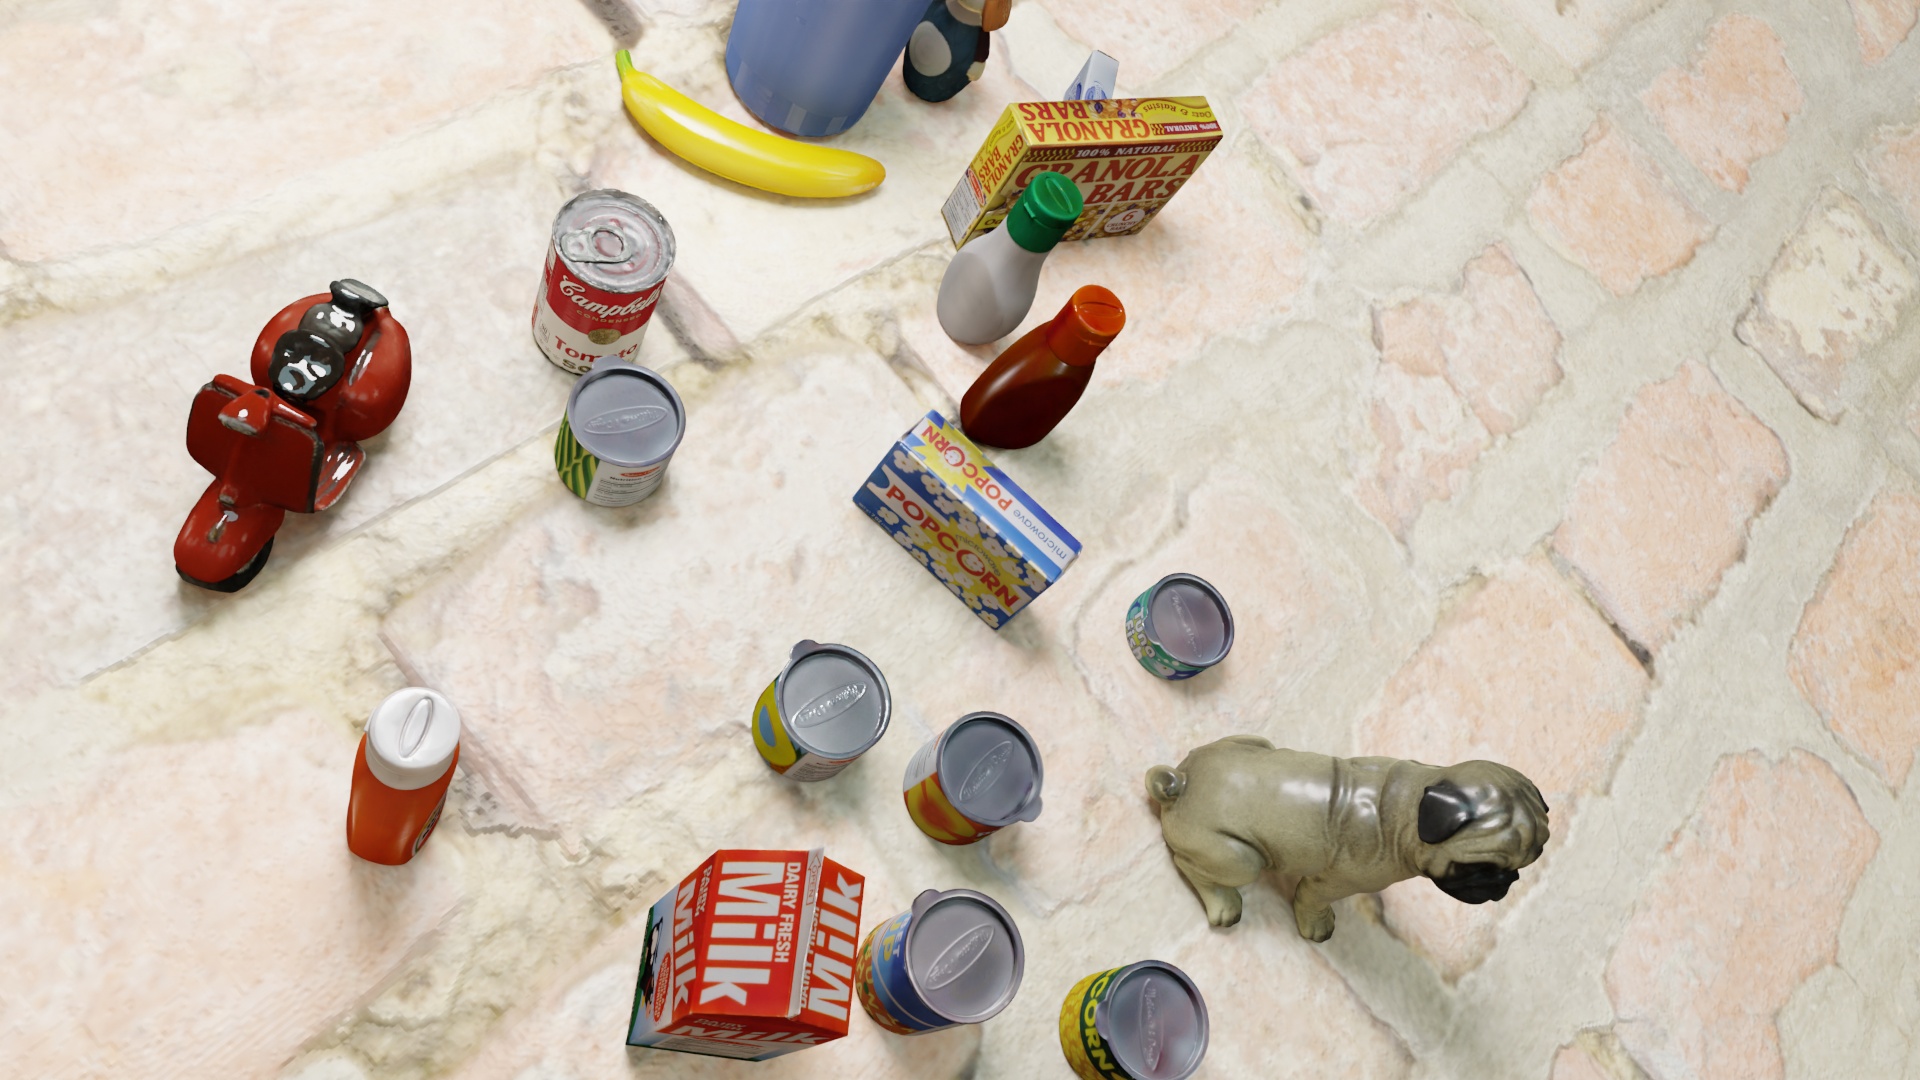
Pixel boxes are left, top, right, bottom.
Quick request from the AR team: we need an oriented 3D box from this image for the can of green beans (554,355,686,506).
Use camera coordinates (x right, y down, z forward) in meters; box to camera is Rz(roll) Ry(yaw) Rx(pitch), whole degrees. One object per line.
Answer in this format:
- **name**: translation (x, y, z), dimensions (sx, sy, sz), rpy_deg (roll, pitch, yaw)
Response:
- **can of green beans**: translation (-0.197, -0.060, 0.802), dimensions (0.071, 0.057, 0.071), rpy_deg (10, 63, -20)

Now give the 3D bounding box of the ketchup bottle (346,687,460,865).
- **ketchup bottle**: translation (-0.257, 0.106, 0.643), dimensions (0.043, 0.148, 0.065), rpy_deg (20, 60, -15)

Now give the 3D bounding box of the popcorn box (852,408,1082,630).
- **popcorn box**: translation (0.003, -0.011, 0.854), dimensions (0.126, 0.085, 0.038), rpy_deg (42, 57, -2)

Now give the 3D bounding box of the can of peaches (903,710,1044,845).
- **can of peaches**: translation (0.008, 0.140, 0.803), dimensions (0.071, 0.057, 0.071), rpy_deg (10, 63, -20)

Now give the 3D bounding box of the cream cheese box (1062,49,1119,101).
- **cream cheese box**: translation (0.092, -0.318, 1.057), dimensions (0.024, 0.053, 0.104), rpy_deg (21, 60, -15)

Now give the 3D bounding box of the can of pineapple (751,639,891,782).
- **can of pineapple**: translation (-0.080, 0.096, 0.783), dimensions (0.071, 0.057, 0.071), rpy_deg (10, 63, -20)

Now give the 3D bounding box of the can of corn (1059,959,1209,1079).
- **can of corn**: translation (0.094, 0.273, 0.780), dimensions (0.071, 0.058, 0.071), rpy_deg (10, 63, -20)

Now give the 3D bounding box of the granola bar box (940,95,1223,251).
- **granola bar box**: translation (0.085, -0.259, 0.984), dimensions (0.166, 0.123, 0.039), rpy_deg (-12, 73, -29)

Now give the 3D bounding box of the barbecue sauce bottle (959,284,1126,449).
- **barbecue sauce bottle**: translation (0.055, -0.109, 0.886), dimensions (0.065, 0.148, 0.044), rpy_deg (4, 66, -23)

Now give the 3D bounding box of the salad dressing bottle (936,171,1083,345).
- **salad dressing bottle**: translation (0.032, -0.183, 0.910), dimensions (0.044, 0.147, 0.064), rpy_deg (-24, 79, -31)

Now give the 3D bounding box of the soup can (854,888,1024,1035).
- **soup can**: translation (-0.014, 0.223, 0.738), dimensions (0.071, 0.083, 0.071), rpy_deg (10, 64, -20)

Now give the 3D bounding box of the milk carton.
- **milk carton**: translation (-0.098, 0.196, 0.649), dimensions (0.073, 0.189, 0.072), rpy_deg (15, 62, -18)

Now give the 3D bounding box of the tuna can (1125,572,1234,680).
- **tuna can**: translation (0.142, 0.058, 0.917), dimensions (0.071, 0.032, 0.071), rpy_deg (10, 63, -20)
